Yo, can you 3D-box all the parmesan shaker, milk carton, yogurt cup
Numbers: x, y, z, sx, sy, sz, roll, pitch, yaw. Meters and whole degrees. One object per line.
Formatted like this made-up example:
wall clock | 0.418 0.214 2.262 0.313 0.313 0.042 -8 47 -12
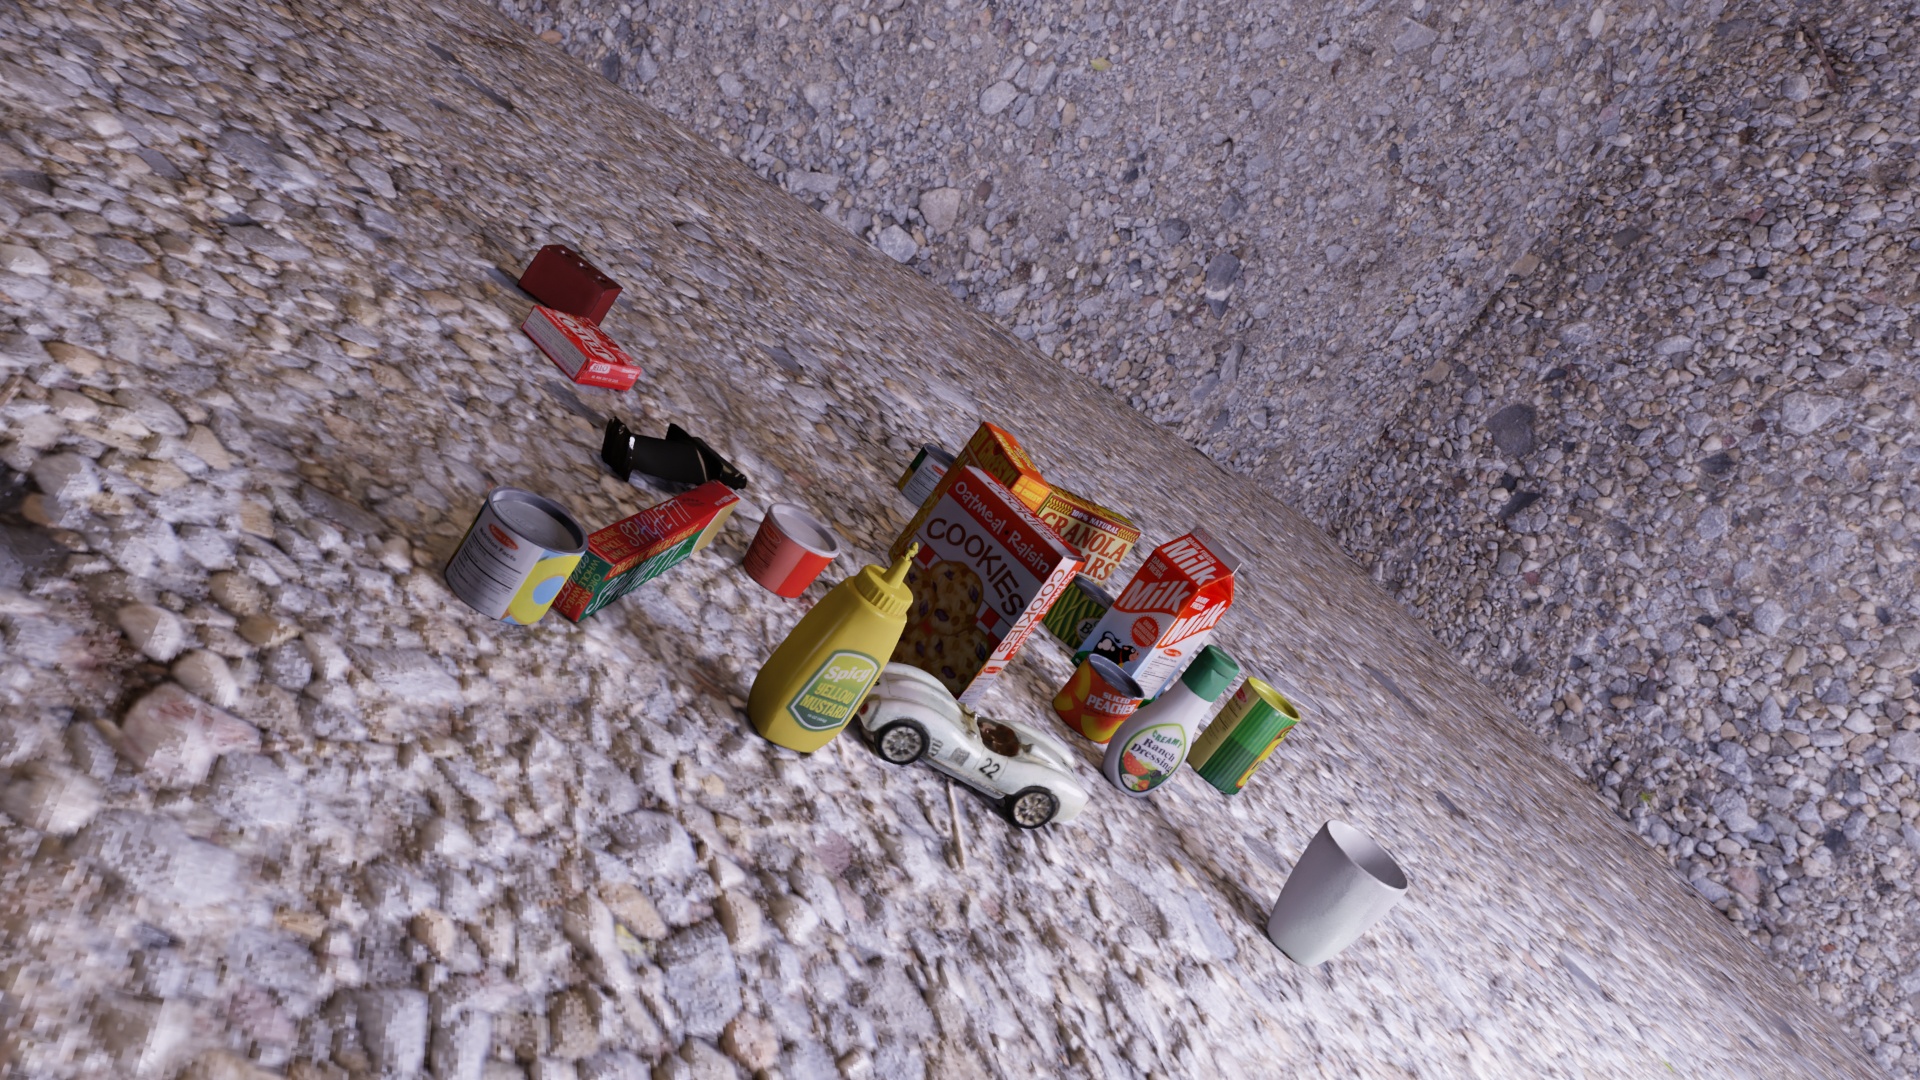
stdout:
parmesan shaker | 0.283 0.196 1.397 0.071 0.103 0.071 33 15 -10
milk carton | 0.207 0.077 1.421 0.073 0.190 0.072 19 23 -49
yogurt cup | -0.140 0.010 1.128 0.072 0.053 0.072 33 15 -10

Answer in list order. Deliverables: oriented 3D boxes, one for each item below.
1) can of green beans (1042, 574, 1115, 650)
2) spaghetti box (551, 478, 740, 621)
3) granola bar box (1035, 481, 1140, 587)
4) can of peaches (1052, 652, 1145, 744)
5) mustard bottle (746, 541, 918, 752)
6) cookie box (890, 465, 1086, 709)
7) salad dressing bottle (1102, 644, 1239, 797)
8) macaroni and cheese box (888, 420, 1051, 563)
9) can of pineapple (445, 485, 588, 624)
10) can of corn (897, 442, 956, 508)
can of green beans | 0.130 0.078 1.502 0.071 0.057 0.071 33 15 -10
spaghetti box | -0.220 0.002 0.988 0.029 0.050 0.251 36 15 1
granola bar box | 0.108 0.010 1.535 0.165 0.124 0.039 21 21 -45
can of peaches | 0.128 0.148 1.290 0.071 0.058 0.071 33 15 -10
mustard bottle | -0.075 0.065 0.902 0.065 0.160 0.049 24 19 -39
cookie box | 0.006 0.041 1.136 0.123 0.167 0.040 44 16 28
salad dressing bottle | 0.184 0.157 1.214 0.064 0.147 0.044 33 15 -13
macaroni and cheese box | 0.005 -0.016 1.308 0.040 0.166 0.124 28 17 -28
can of pineapple | -0.269 0.009 0.845 0.071 0.057 0.071 33 15 -10
can of corn | -0.030 -0.070 1.601 0.071 0.058 0.071 33 15 -10
